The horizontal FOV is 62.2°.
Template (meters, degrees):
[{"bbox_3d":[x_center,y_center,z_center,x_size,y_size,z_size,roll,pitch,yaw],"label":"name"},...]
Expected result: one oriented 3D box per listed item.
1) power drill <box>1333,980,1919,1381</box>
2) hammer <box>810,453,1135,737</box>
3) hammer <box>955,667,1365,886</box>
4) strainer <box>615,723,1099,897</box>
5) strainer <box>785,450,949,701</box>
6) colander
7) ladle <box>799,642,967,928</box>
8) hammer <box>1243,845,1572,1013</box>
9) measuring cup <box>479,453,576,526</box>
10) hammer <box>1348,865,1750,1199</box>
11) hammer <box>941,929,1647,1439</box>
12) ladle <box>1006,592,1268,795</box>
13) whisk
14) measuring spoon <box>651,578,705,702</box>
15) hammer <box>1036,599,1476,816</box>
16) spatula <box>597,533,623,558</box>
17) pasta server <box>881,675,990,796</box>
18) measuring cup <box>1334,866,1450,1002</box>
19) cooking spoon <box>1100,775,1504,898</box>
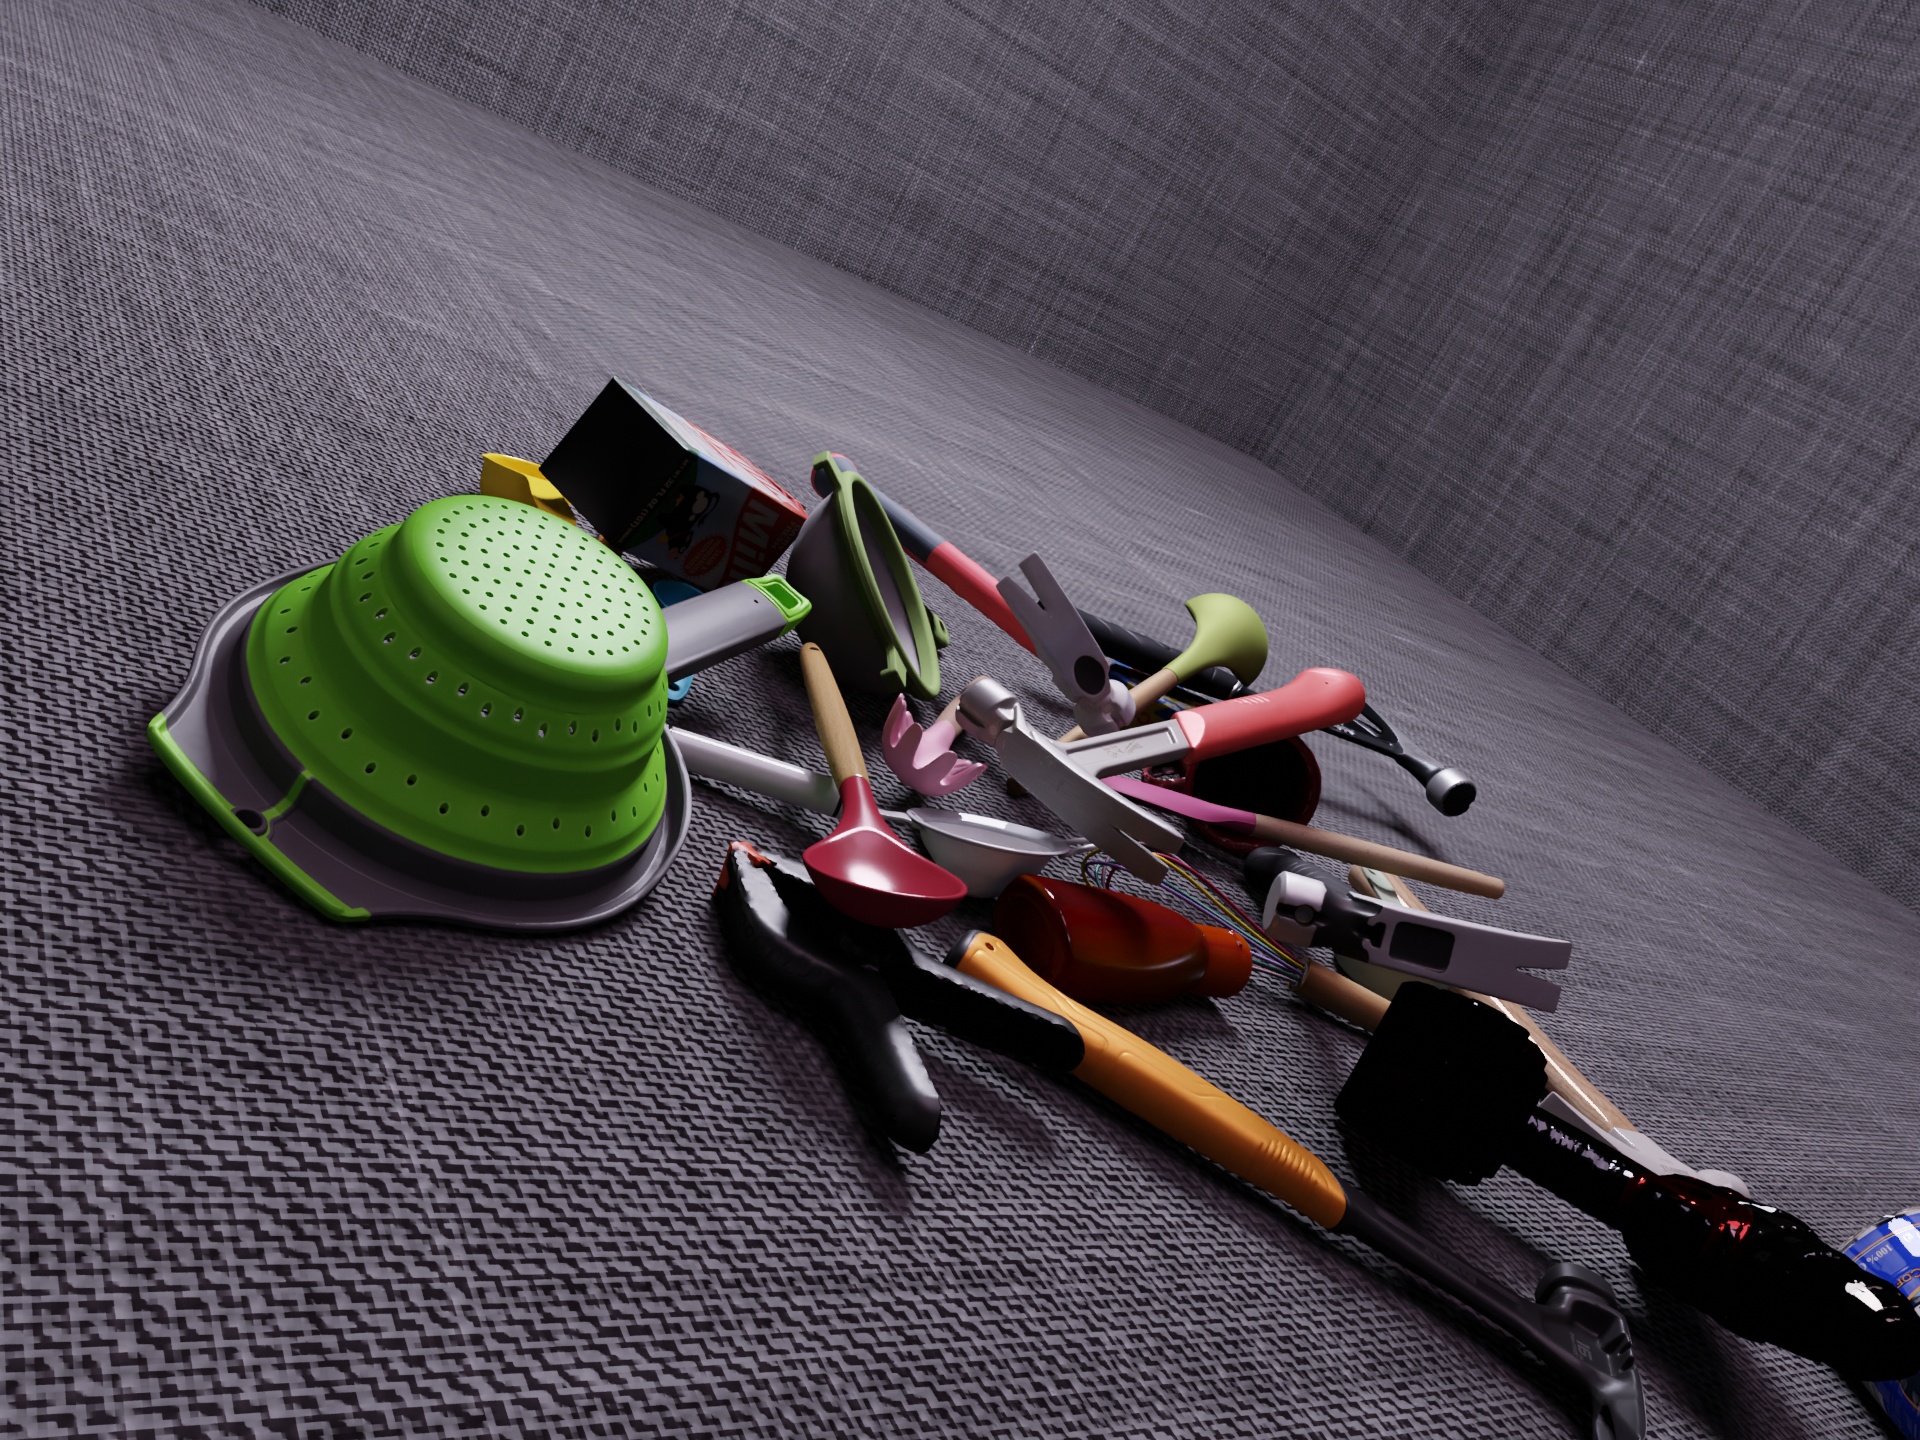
[{"bbox_3d":[0.304,0.216,0.732,0.226,0.080,0.188,31,-4,-1],"label":"power drill"},{"bbox_3d":[-0.020,-0.122,1.096,0.387,0.038,0.143,43,-8,50],"label":"hammer"},{"bbox_3d":[0.158,0.011,0.948,0.149,0.036,0.359,39,29,29],"label":"hammer"},{"bbox_3d":[-0.051,0.045,0.797,0.258,0.050,0.087,19,3,-12],"label":"strainer"},{"bbox_3d":[-0.060,-0.068,1.040,0.256,0.069,0.151,33,38,-78],"label":"strainer"},{"bbox_3d":[-0.153,-0.043,0.703,0.204,0.094,0.397,41,27,8],"label":"colander"},{"bbox_3d":[-0.055,0.021,0.762,0.069,0.031,0.316,11,20,-16],"label":"ladle"},{"bbox_3d":[0.215,0.102,0.885,0.146,0.035,0.335,15,0,0],"label":"hammer"},{"bbox_3d":[-0.249,-0.124,0.935,0.062,0.029,0.157,14,16,-27],"label":"measuring cup"},{"bbox_3d":[0.342,0.187,1.010,0.130,0.031,0.332,19,20,-29],"label":"hammer"},{"bbox_3d":[0.134,0.194,0.682,0.337,0.034,0.127,31,17,7],"label":"hammer"},{"bbox_3d":[0.121,-0.014,1.092,0.320,0.062,0.078,-32,85,-45],"label":"ladle"},{"bbox_3d":[0.174,0.132,0.892,0.245,0.047,0.051,29,17,-12],"label":"whisk"},{"bbox_3d":[-0.163,-0.040,0.900,0.042,0.021,0.129,24,28,-19],"label":"measuring spoon"},{"bbox_3d":[0.230,-0.022,1.270,0.408,0.036,0.149,19,19,-28],"label":"hammer"},{"bbox_3d":[-0.209,-0.105,0.957,0.081,0.041,0.323,26,18,-16],"label":"spatula"},{"bbox_3d":[-0.002,-0.003,0.962,0.060,0.040,0.316,39,13,0],"label":"pasta server"},{"bbox_3d":[0.272,0.136,1.034,0.083,0.038,0.168,28,16,-4],"label":"measuring cup"},{"bbox_3d":[0.216,0.074,1.051,0.318,0.017,0.069,15,-3,-11],"label":"cooking spoon"}]
